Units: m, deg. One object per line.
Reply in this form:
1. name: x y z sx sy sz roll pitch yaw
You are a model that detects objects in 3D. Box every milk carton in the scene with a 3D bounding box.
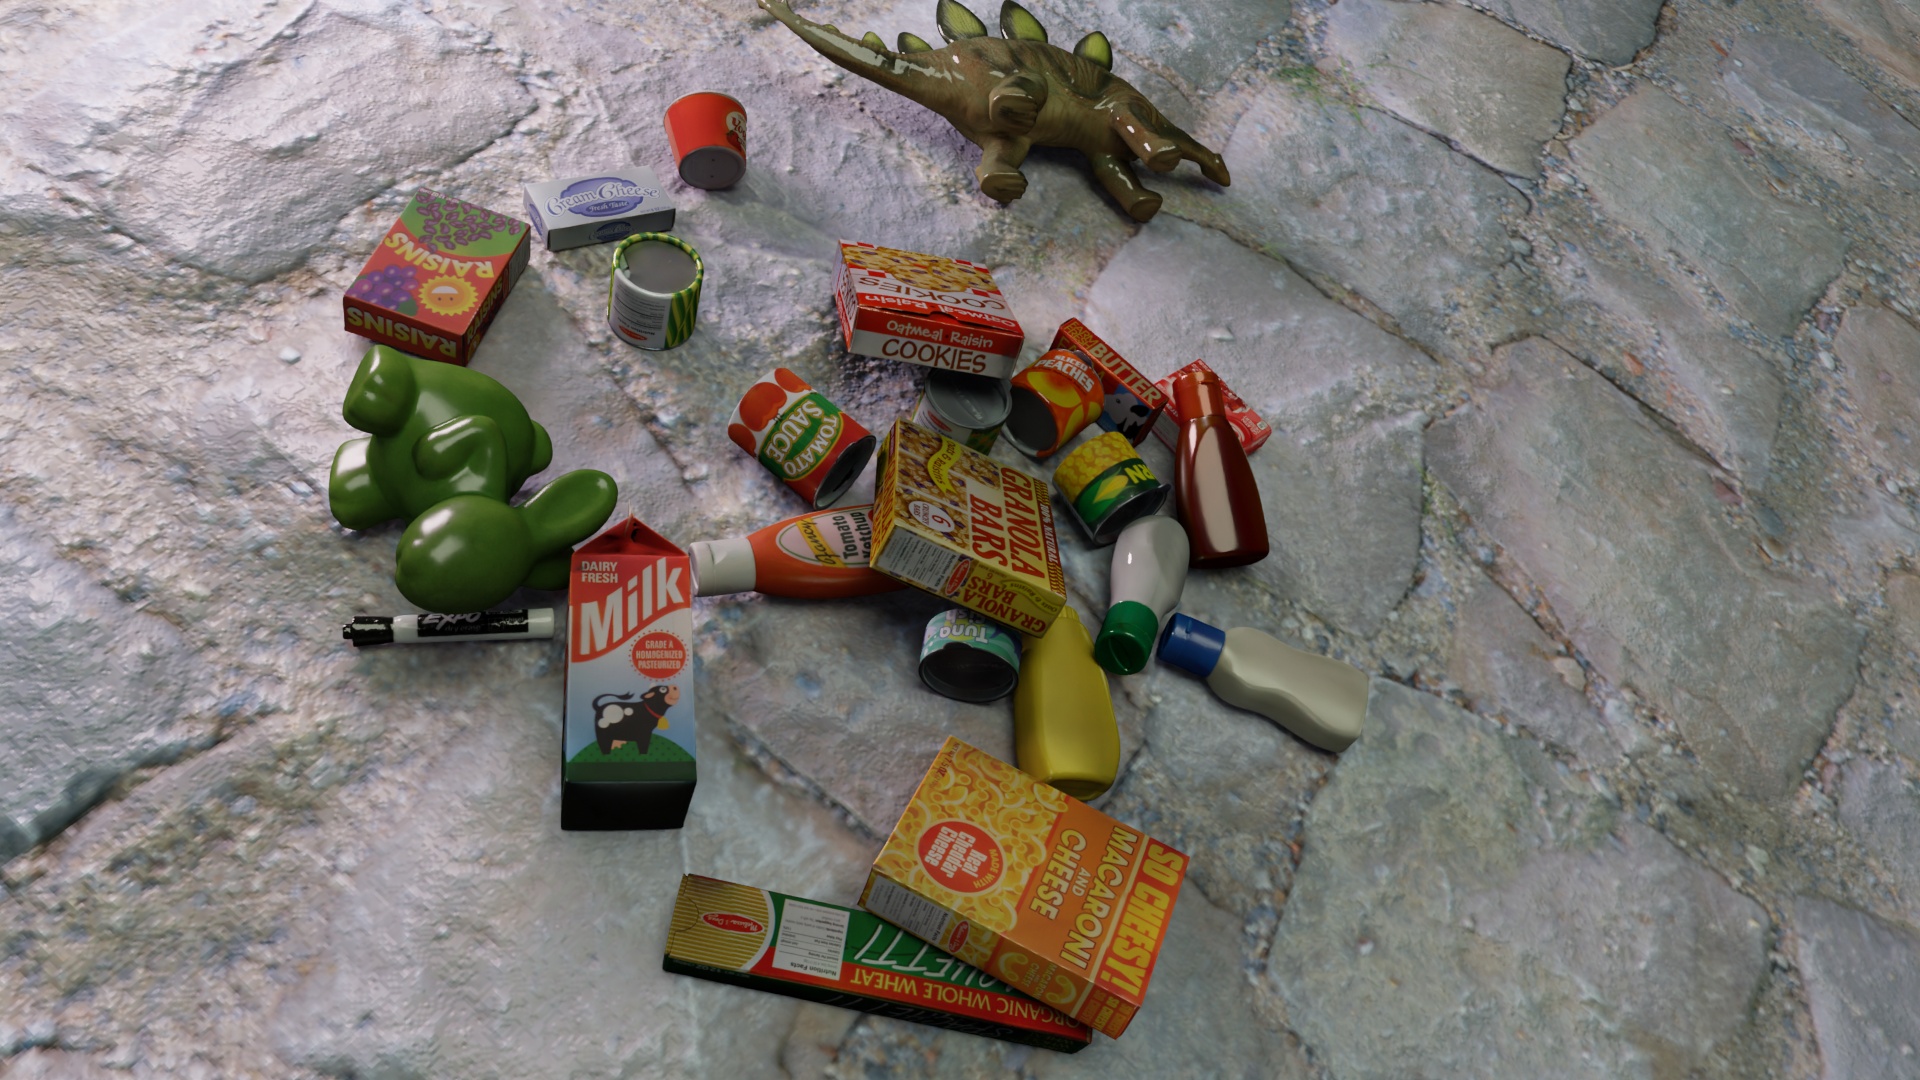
1. milk carton: -0.202 0.072 0.840 0.073 0.072 0.191 2 55 -17

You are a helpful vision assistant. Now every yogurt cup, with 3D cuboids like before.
1. yogurt cup: -0.204 -0.322 1.127 0.072 0.072 0.054 -3 65 -21

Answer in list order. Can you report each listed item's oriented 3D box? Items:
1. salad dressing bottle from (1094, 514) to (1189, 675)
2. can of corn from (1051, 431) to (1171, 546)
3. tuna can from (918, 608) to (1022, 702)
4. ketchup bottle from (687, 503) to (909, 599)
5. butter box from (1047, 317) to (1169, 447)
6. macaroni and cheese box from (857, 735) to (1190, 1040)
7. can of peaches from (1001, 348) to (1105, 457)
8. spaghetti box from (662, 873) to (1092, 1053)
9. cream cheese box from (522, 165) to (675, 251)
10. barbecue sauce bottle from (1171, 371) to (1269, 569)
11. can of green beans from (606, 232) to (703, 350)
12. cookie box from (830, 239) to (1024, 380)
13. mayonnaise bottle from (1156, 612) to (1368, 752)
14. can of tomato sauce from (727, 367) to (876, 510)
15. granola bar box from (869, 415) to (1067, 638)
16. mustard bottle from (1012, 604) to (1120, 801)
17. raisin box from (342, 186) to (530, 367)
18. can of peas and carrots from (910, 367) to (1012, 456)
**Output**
1. salad dressing bottle: 0.126 0.037 0.970 0.064 0.044 0.148 62 30 -21
2. can of corn: 0.112 -0.040 1.029 0.071 0.070 0.058 -21 64 -30
3. tuna can: 0.006 0.074 0.911 0.071 0.070 0.033 15 51 -8
4. ketchup bottle: -0.107 0.012 0.934 0.149 0.043 0.065 -7 54 -23
5. butter box: 0.112 -0.124 1.100 0.103 0.052 0.024 43 52 13
6. macaroni and cheese box: 0.041 0.202 0.826 0.166 0.040 0.124 26 38 8
7. can of peaches: 0.068 -0.106 1.061 0.071 0.071 0.058 43 55 13
8. spaghetti box: -0.043 0.245 0.799 0.250 0.028 0.050 15 52 -9
9. cream cheese box: -0.280 -0.259 1.079 0.104 0.024 0.053 -19 63 -29
10. barbecue sauce bottle: 0.191 -0.054 1.057 0.065 0.043 0.149 -3 74 -18
11. can of green beans: -0.225 -0.184 1.023 0.071 0.057 0.071 9 54 -13
12. cookie box: -0.029 -0.179 1.053 0.123 0.040 0.168 7 27 -14
13. mayonnaise bottle: 0.214 0.095 0.987 0.148 0.041 0.065 23 51 -1
14. can of tomato sauce: -0.112 -0.072 0.975 0.083 0.070 0.071 38 53 10
15. granola bar box: 0.003 -0.012 0.940 0.124 0.039 0.166 24 26 -14
16. mustard bottle: 0.067 0.094 0.932 0.065 0.048 0.161 10 52 -19
17. raisin box: -0.370 -0.188 0.989 0.086 0.039 0.124 19 51 -7
18. can of peas and carrots: 0.000 -0.092 1.035 0.071 0.058 0.071 10 53 -13
